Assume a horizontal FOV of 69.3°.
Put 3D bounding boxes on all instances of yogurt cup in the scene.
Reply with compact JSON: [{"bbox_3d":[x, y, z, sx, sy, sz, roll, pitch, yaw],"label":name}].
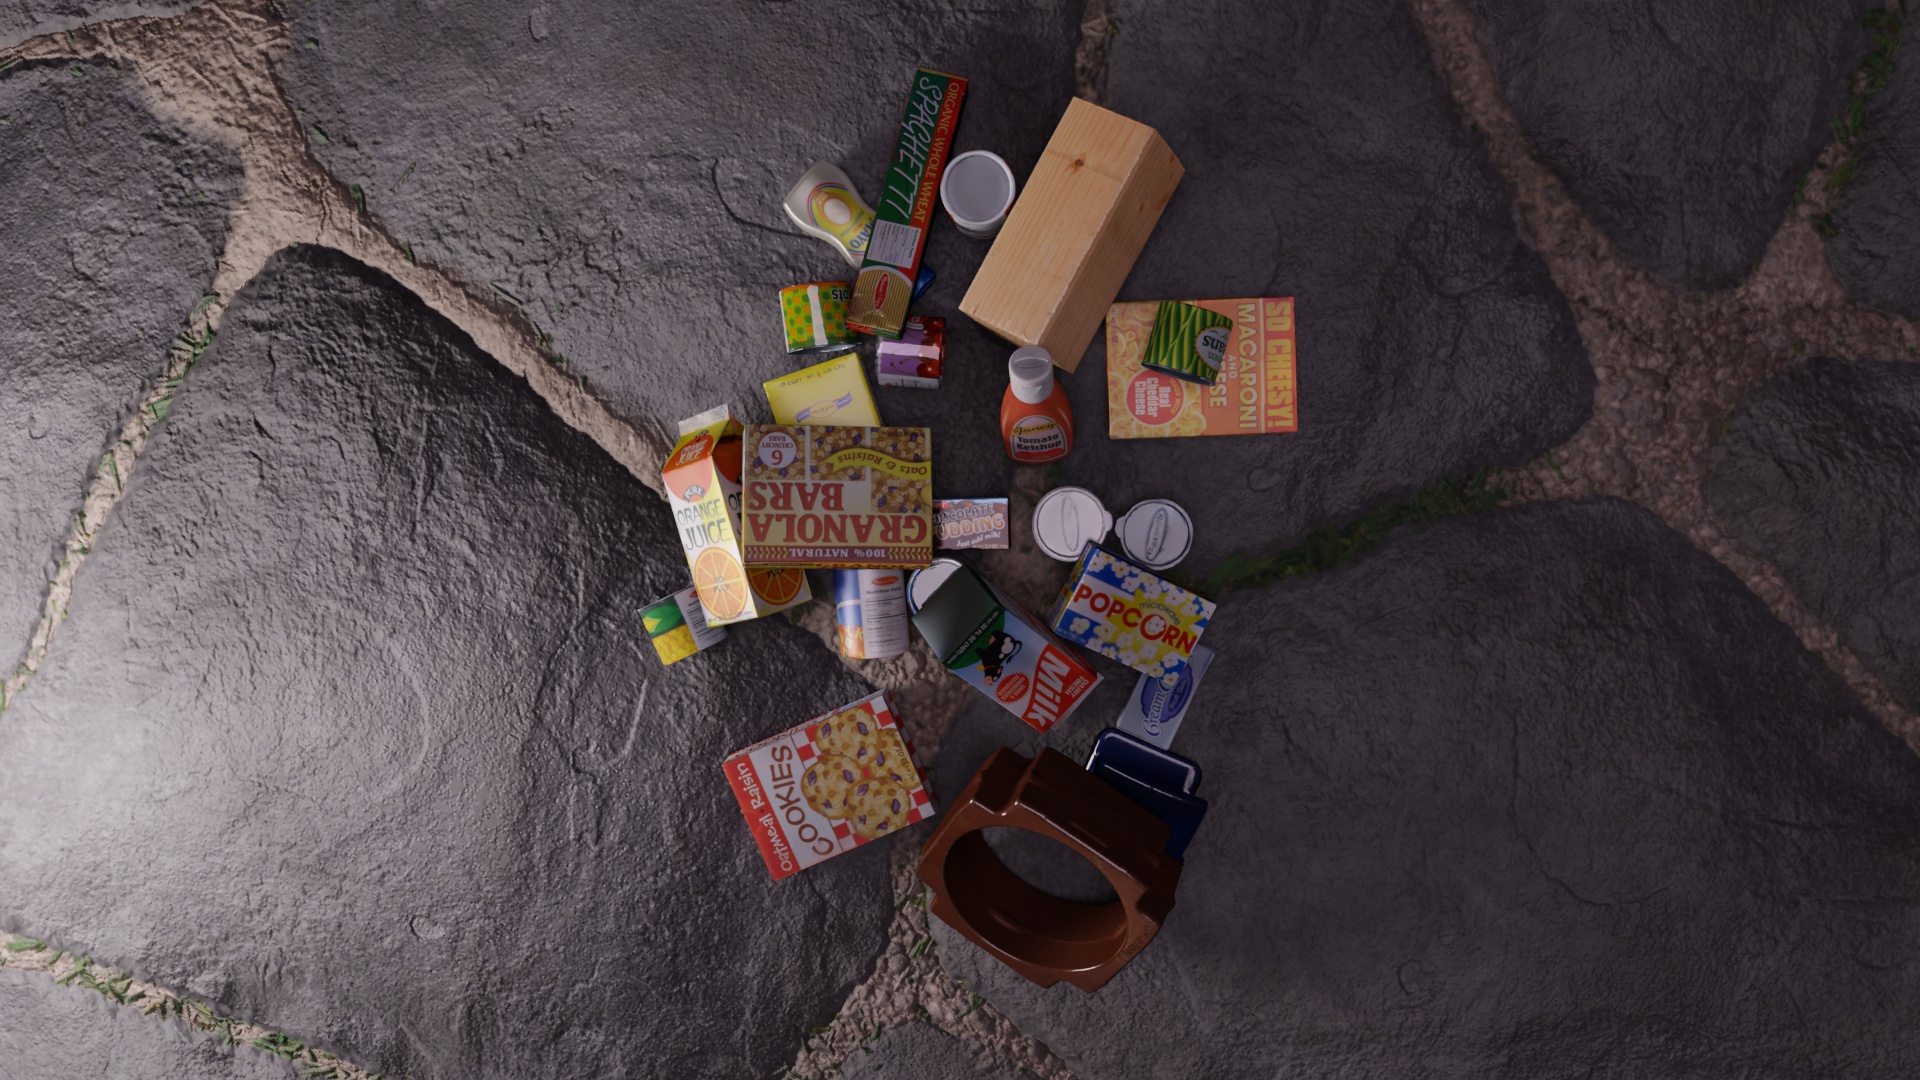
[{"bbox_3d":[0.100,-0.017,1.264,0.072,0.054,0.072,0,94,4],"label":"yogurt cup"}]

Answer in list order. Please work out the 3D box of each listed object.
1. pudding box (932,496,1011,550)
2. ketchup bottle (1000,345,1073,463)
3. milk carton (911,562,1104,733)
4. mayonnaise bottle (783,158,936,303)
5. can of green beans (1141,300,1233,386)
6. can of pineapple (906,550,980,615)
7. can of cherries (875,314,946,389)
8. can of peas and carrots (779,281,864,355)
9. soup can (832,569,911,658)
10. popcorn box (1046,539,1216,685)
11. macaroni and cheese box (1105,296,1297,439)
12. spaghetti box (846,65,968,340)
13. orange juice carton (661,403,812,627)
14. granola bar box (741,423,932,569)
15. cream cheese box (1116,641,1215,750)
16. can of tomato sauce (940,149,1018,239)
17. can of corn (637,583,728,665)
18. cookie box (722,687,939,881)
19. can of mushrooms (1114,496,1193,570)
[{"bbox_3d":[0.005,-0.016,1.283,0.084,0.030,0.049,0,93,4],"label":"pudding box"},{"bbox_3d":[0.065,-0.118,1.212,0.065,0.148,0.044,-4,66,5],"label":"ketchup bottle"},{"bbox_3d":[0.052,0.107,1.243,0.072,0.074,0.190,-48,128,7],"label":"milk carton"},{"bbox_3d":[-0.088,-0.277,1.264,0.148,0.041,0.065,41,91,1],"label":"mayonnaise bottle"},{"bbox_3d":[0.196,-0.170,1.200,0.071,0.071,0.057,17,94,2],"label":"can of green beans"},{"bbox_3d":[-0.015,0.047,1.275,0.071,0.058,0.071,0,95,4],"label":"can of pineapple"},{"bbox_3d":[-0.044,-0.174,1.256,0.058,0.071,0.071,5,95,3],"label":"can of cherries"},{"bbox_3d":[-0.126,-0.202,1.260,0.071,0.071,0.058,-7,93,4],"label":"can of peas and carrots"},{"bbox_3d":[-0.082,0.062,1.279,0.071,0.071,0.083,-4,95,4],"label":"soup can"},{"bbox_3d":[0.151,0.064,1.234,0.127,0.038,0.085,25,98,-12],"label":"popcorn box"},{"bbox_3d":[0.216,-0.155,1.254,0.166,0.040,0.123,-2,94,4],"label":"macaroni and cheese box"},{"bbox_3d":[-0.045,-0.300,1.234,0.050,0.028,0.250,14,79,3],"label":"spaghetti box"},{"bbox_3d":[-0.208,-0.024,1.263,0.071,0.073,0.192,-13,94,39],"label":"orange juice carton"},{"bbox_3d":[-0.108,-0.038,1.220,0.166,0.039,0.124,0,81,-10],"label":"granola bar box"},{"bbox_3d":[0.189,0.136,1.285,0.053,0.024,0.103,25,95,2],"label":"cream cheese box"},{"bbox_3d":[0.017,-0.308,1.234,0.071,0.083,0.071,0,94,4],"label":"can of tomato sauce"},{"bbox_3d":[-0.259,0.077,1.291,0.071,0.071,0.058,-25,93,5],"label":"can of corn"},{"bbox_3d":[-0.122,0.229,1.304,0.167,0.040,0.123,-24,92,5],"label":"cookie box"},{"bbox_3d":[0.176,-0.008,1.271,0.071,0.033,0.071,0,95,4],"label":"can of mushrooms"}]
